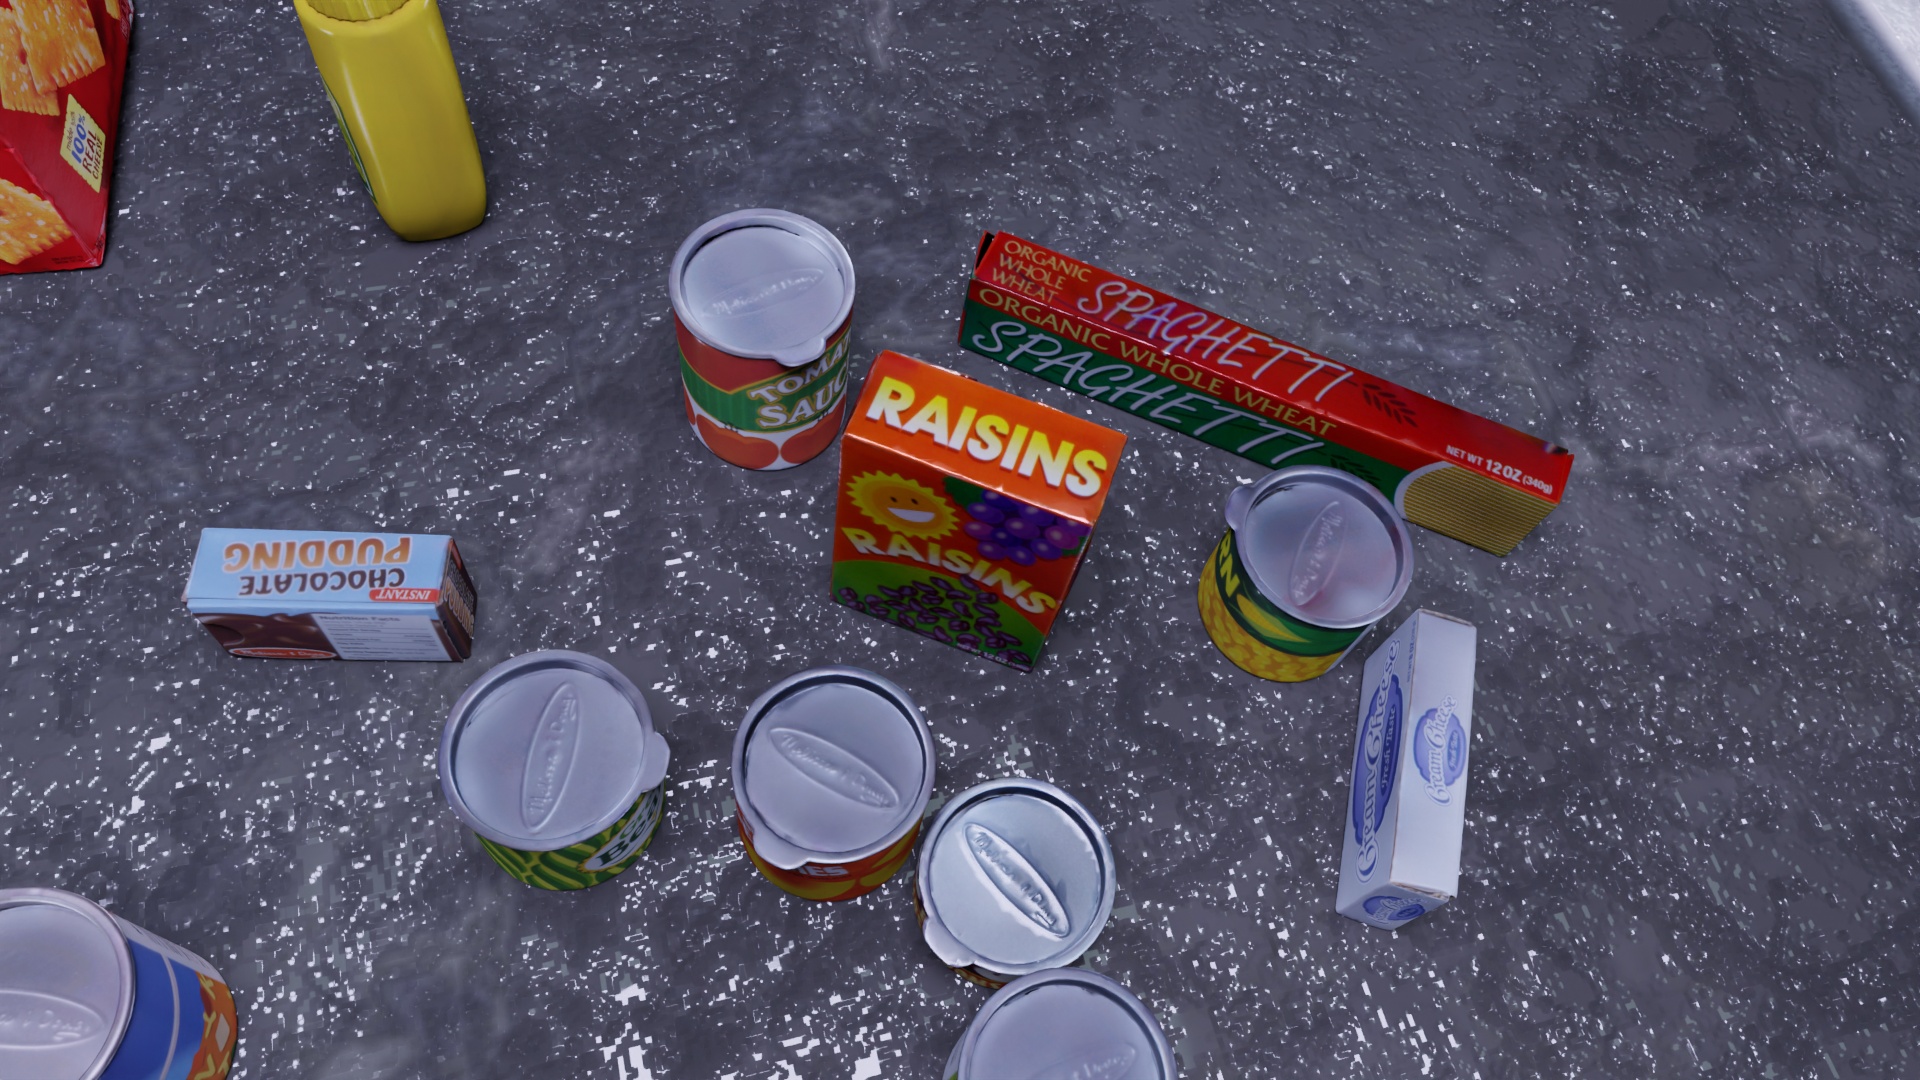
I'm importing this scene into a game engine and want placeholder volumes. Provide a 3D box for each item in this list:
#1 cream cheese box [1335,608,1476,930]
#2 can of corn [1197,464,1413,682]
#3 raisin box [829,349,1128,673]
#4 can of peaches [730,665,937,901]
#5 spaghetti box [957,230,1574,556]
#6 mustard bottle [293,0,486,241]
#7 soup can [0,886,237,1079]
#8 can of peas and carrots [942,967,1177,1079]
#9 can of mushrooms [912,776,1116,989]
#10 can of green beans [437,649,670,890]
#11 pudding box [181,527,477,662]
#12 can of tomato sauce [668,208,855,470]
[{"bbox_3d":[0.160,0.082,0.498,0.024,0.053,0.104,15,62,1],"label":"cream cheese box"},{"bbox_3d":[0.126,0.013,0.527,0.071,0.058,0.071,3,63,-6],"label":"can of corn"},{"bbox_3d":[0.002,-0.006,0.485,0.086,0.122,0.040,21,63,4],"label":"raisin box"},{"bbox_3d":[-0.045,0.085,0.469,0.071,0.057,0.071,3,63,-6],"label":"can of peaches"},{"bbox_3d":[0.118,-0.060,0.568,0.250,0.050,0.029,22,63,4],"label":"spaghetti box"},{"bbox_3d":[-0.219,-0.183,0.528,0.049,0.159,0.065,-20,67,-16],"label":"mustard bottle"},{"bbox_3d":[-0.257,0.144,0.397,0.071,0.083,0.071,3,63,-6],"label":"soup can"},{"bbox_3d":[0.030,0.174,0.431,0.071,0.058,0.071,3,63,-6],"label":"can of peas and carrots"},{"bbox_3d":[0.015,0.118,0.473,0.071,0.033,0.071,3,63,-6],"label":"can of mushrooms"},{"bbox_3d":[-0.133,0.078,0.462,0.071,0.057,0.071,3,63,-6],"label":"can of green beans"},{"bbox_3d":[-0.218,0.020,0.486,0.084,0.049,0.030,1,63,-6],"label":"pudding box"},{"bbox_3d":[-0.074,-0.073,0.533,0.071,0.082,0.071,3,63,-6],"label":"can of tomato sauce"}]
